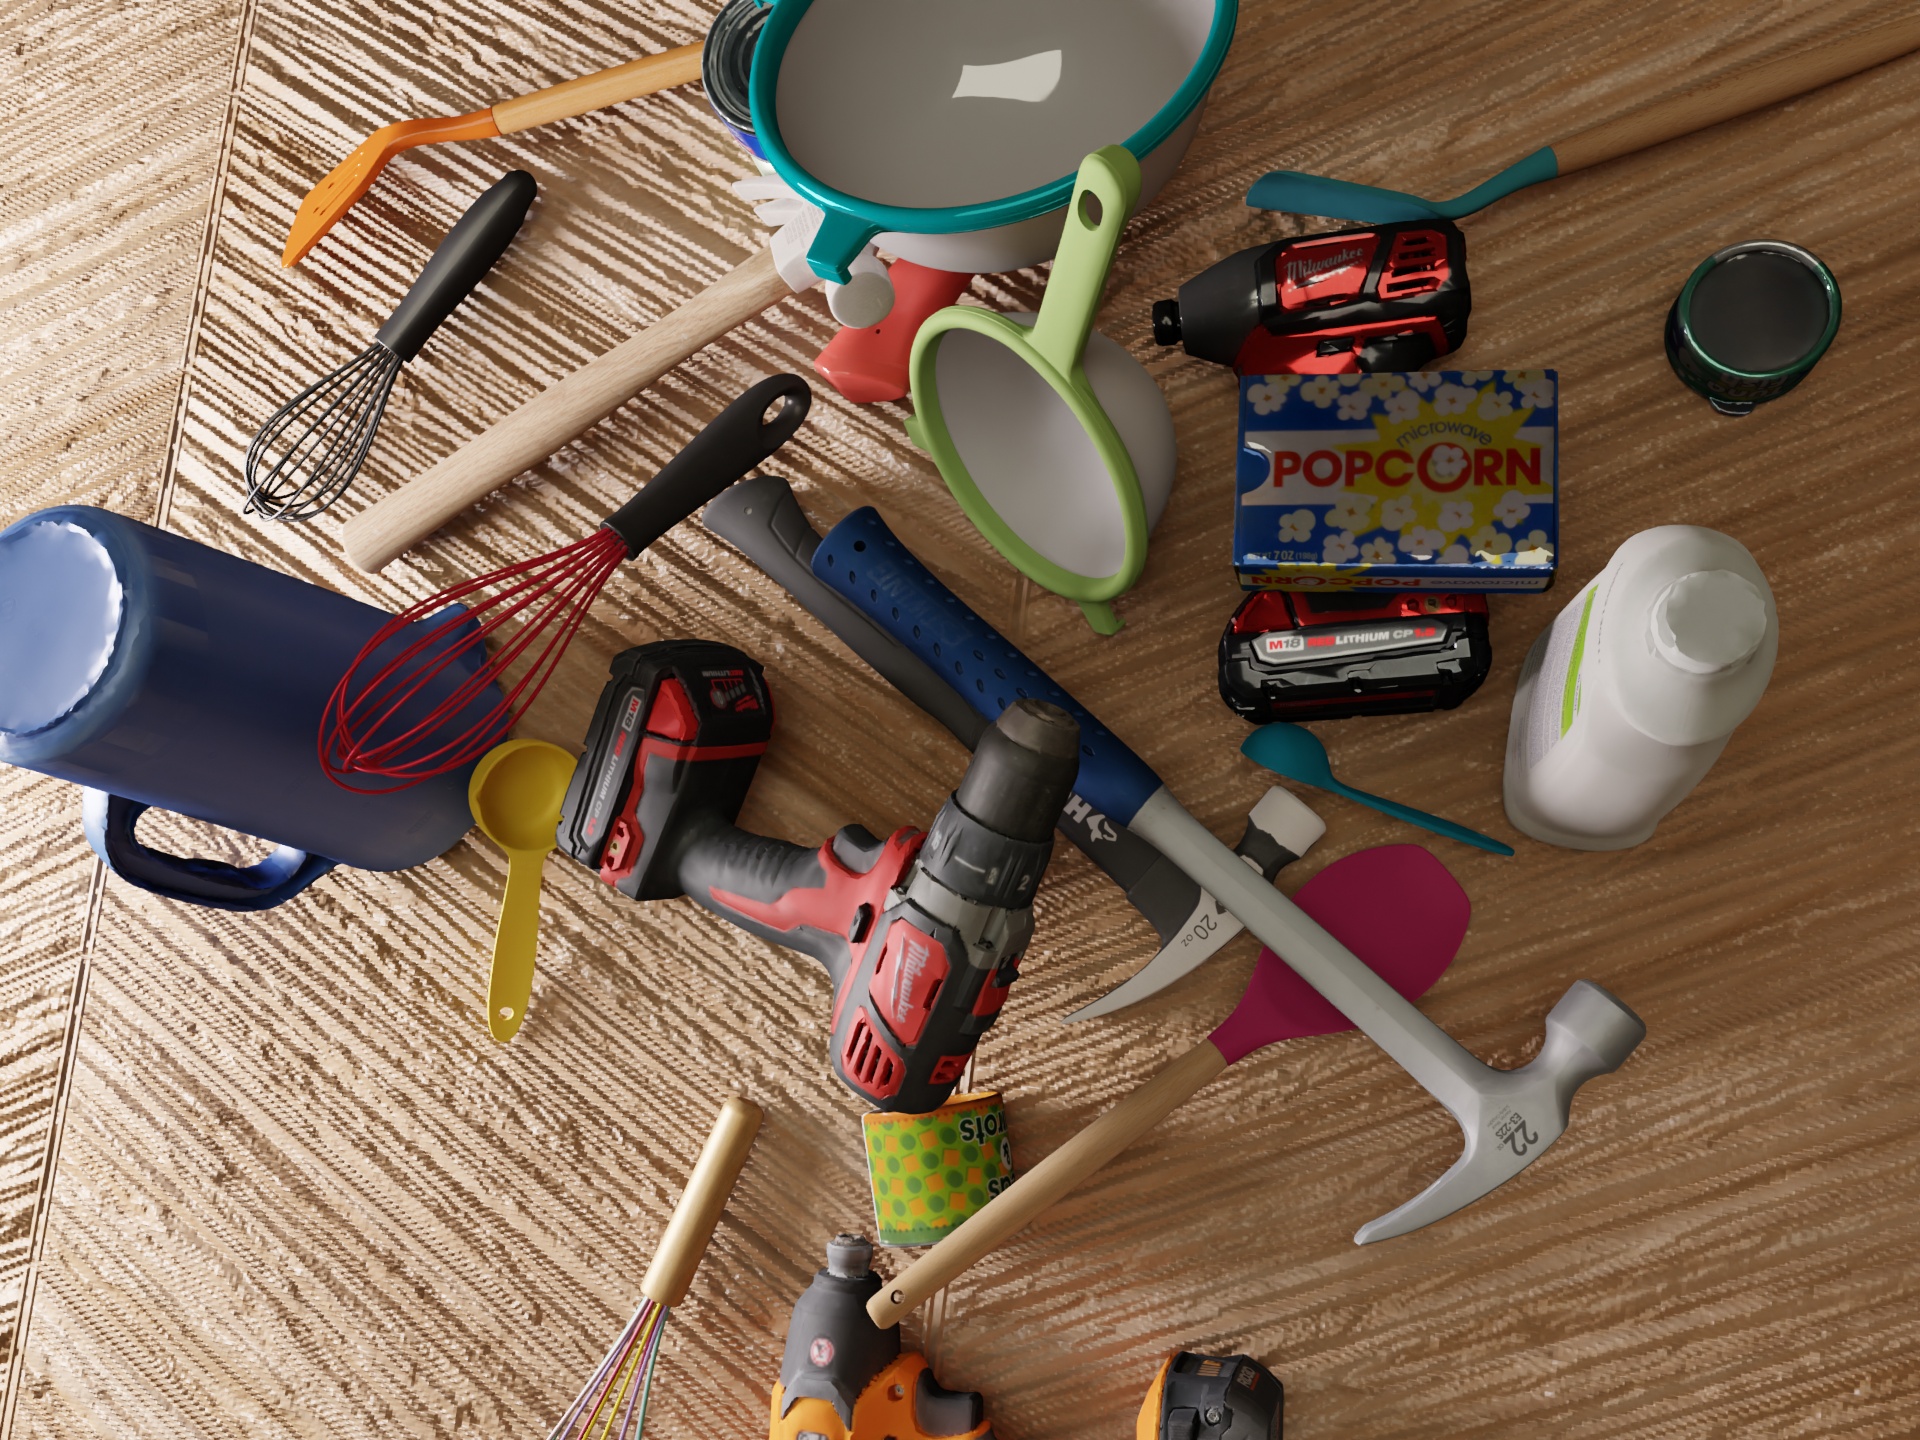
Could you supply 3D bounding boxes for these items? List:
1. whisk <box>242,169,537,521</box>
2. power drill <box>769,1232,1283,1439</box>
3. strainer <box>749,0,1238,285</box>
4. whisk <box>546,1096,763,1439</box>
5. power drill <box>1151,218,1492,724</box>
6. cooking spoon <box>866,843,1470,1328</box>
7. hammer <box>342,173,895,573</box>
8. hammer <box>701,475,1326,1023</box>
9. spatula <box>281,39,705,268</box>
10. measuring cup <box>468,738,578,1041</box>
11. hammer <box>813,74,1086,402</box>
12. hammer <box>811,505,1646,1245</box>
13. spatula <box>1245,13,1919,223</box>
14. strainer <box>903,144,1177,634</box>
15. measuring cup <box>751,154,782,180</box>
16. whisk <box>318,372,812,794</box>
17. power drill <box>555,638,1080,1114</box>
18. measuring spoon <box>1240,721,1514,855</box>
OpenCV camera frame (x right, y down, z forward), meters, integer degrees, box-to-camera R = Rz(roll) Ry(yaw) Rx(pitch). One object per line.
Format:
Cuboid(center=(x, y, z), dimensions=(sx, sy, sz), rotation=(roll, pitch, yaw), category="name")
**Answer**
Cuboid(center=(-0.306, -0.201, 0.855), dimensions=(0.055, 0.055, 0.239), rotation=(38, 89, 15), category="whisk")
Cuboid(center=(0.023, 0.318, 0.694), dimensions=(0.226, 0.084, 0.164), rotation=(0, 83, 17), category="power drill")
Cuboid(center=(0.081, -0.290, 0.697), dimensions=(0.340, 0.095, 0.211), rotation=(-17, 61, 6), category="strainer")
Cuboid(center=(-0.151, 0.296, 0.757), dimensions=(0.051, 0.047, 0.245), rotation=(23, 86, 16), category="whisk")
Cuboid(center=(0.162, -0.114, 0.718), dimensions=(0.143, 0.078, 0.220), rotation=(-4, 79, 13), category="power drill")
Cuboid(center=(0.091, 0.160, 0.692), dimensions=(0.319, 0.017, 0.069), rotation=(-35, 74, -9), category="cooking spoon")
Cuboid(center=(-0.184, -0.171, 0.811), dimensions=(0.331, 0.031, 0.130), rotation=(-29, 49, 15), category="hammer")
Cuboid(center=(-0.001, -0.002, 0.762), dimensions=(0.335, 0.035, 0.146), rotation=(41, 93, 15), category="hammer")
Cuboid(center=(-0.221, -0.320, 0.853), dimensions=(0.322, 0.041, 0.081), rotation=(-15, 46, 4), category="spatula")
Cuboid(center=(-0.226, 0.085, 0.806), dimensions=(0.029, 0.062, 0.156), rotation=(21, 104, 55), category="measuring cup")
Cuboid(center=(0.047, -0.307, 0.779), dimensions=(0.149, 0.036, 0.359), rotation=(40, 91, 18), category="hammer")
Cuboid(center=(0.085, 0.049, 0.695), dimensions=(0.406, 0.035, 0.144), rotation=(42, 87, 16), category="hammer")
Cuboid(center=(0.290, -0.273, 0.720), dimensions=(0.317, 0.082, 0.044), rotation=(-18, 96, 5), category="spatula")
Cuboid(center=(0.055, -0.155, 0.679), dimensions=(0.069, 0.256, 0.151), rotation=(-37, 75, -22), category="strainer")
Cuboid(center=(-0.040, -0.334, 0.810), dimensions=(0.167, 0.038, 0.083), rotation=(-40, 76, 8), category="measuring cup")
Cuboid(center=(-0.174, -0.072, 0.739), dimensions=(0.073, 0.073, 0.296), rotation=(39, 67, 15), category="whisk")
Cuboid(center=(-0.060, 0.041, 0.708), dimensions=(0.227, 0.080, 0.188), rotation=(31, 108, 26), category="power drill")
Cuboid(center=(0.189, 0.028, 0.713), dimensions=(0.128, 0.042, 0.021), rotation=(22, 102, 8), category="measuring spoon")
